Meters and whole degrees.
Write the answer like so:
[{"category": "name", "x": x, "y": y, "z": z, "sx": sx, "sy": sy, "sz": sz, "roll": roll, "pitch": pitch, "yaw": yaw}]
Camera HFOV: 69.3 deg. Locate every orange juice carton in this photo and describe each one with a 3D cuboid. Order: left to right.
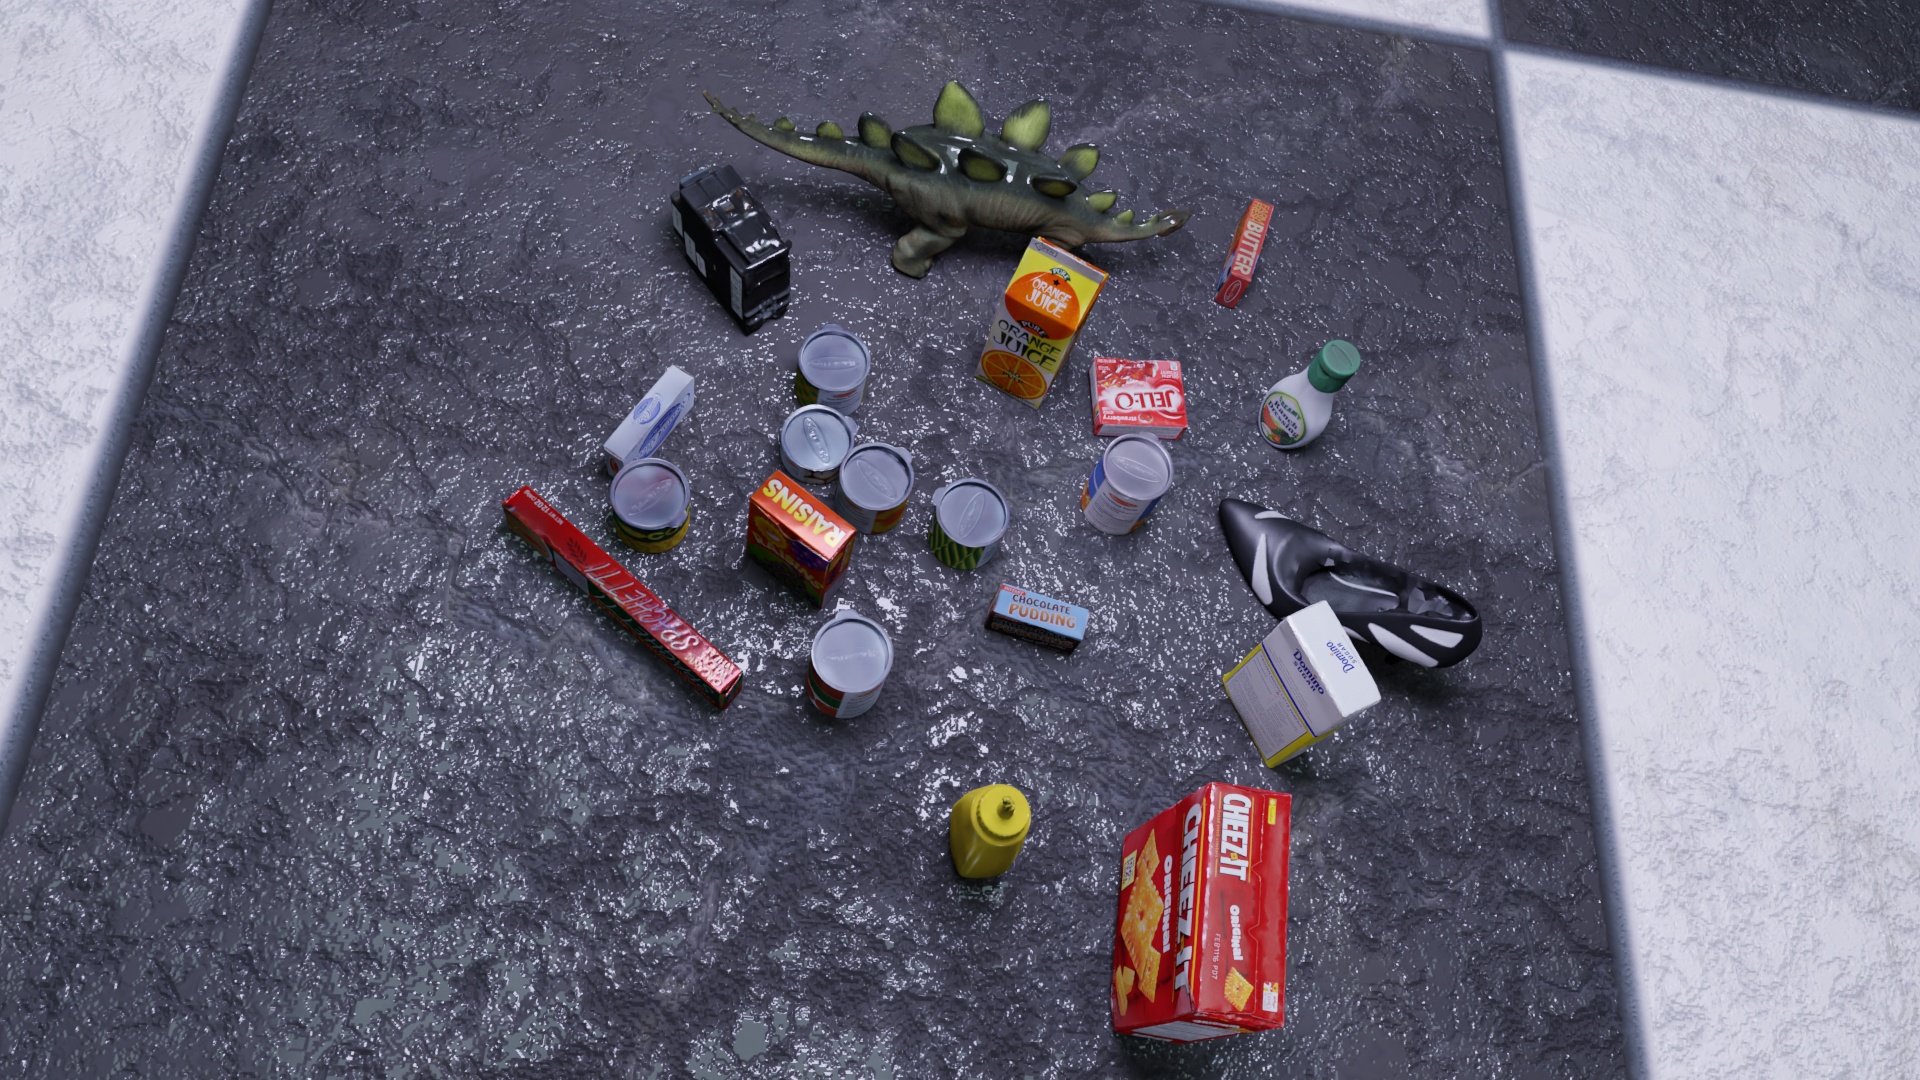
[{"category": "orange juice carton", "x": 0.076, "y": -0.205, "z": 1.263, "sx": 0.072, "sy": 0.192, "sz": 0.073, "roll": 29, "pitch": 65, "yaw": 2}]

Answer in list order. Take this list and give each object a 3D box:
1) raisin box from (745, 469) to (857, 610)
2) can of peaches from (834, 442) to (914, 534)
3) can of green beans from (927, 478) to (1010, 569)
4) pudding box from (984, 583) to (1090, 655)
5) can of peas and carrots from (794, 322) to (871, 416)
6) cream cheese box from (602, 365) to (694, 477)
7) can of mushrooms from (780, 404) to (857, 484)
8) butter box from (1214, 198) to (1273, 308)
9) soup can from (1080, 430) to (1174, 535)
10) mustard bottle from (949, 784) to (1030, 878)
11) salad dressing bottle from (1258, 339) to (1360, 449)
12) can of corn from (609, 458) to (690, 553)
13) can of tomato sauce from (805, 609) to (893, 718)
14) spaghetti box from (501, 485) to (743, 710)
[{"category": "raisin box", "x": -0.137, "y": 0.002, "z": 1.171, "sx": 0.086, "sy": 0.123, "sz": 0.040, "roll": 38, "pitch": 66, "yaw": 6}, {"category": "can of peaches", "x": -0.076, "y": -0.047, "z": 1.240, "sx": 0.071, "sy": 0.057, "sz": 0.071, "roll": 4, "pitch": 67, "yaw": -9}, {"category": "can of green beans", "x": 0.006, "y": -0.014, "z": 1.241, "sx": 0.071, "sy": 0.057, "sz": 0.071, "roll": 4, "pitch": 67, "yaw": -9}, {"category": "pudding box", "x": 0.067, "y": 0.069, "z": 1.222, "sx": 0.084, "sy": 0.049, "sz": 0.030, "roll": 18, "pitch": 65, "yaw": -3}, {"category": "can of peas and carrots", "x": -0.119, "y": -0.155, "z": 1.277, "sx": 0.071, "sy": 0.058, "sz": 0.071, "roll": 4, "pitch": 67, "yaw": -9}, {"category": "cream cheese box", "x": -0.275, "y": -0.102, "z": 1.228, "sx": 0.024, "sy": 0.053, "sz": 0.104, "roll": 33, "pitch": 65, "yaw": 4}, {"category": "can of mushrooms", "x": -0.128, "y": -0.087, "z": 1.260, "sx": 0.071, "sy": 0.033, "sz": 0.071, "roll": 4, "pitch": 66, "yaw": -9}, {"category": "butter box", "x": 0.289, "y": -0.294, "z": 1.419, "sx": 0.024, "sy": 0.053, "sz": 0.104, "roll": 22, "pitch": 65, "yaw": -1}, {"category": "soup can", "x": 0.153, "y": -0.052, "z": 1.272, "sx": 0.071, "sy": 0.083, "sz": 0.071, "roll": 4, "pitch": 67, "yaw": -9}, {"category": "mustard bottle", "x": 0.025, "y": 0.223, "z": 1.087, "sx": 0.049, "sy": 0.159, "sz": 0.065, "roll": -4, "pitch": 68, "yaw": -12}, {"category": "salad dressing bottle", "x": 0.328, "y": -0.137, "z": 1.307, "sx": 0.044, "sy": 0.147, "sz": 0.064, "roll": -30, "pitch": 76, "yaw": -21}, {"category": "can of corn", "x": -0.264, "y": -0.027, "z": 1.195, "sx": 0.071, "sy": 0.058, "sz": 0.071, "roll": 4, "pitch": 67, "yaw": -9}, {"category": "can of tomato sauce", "x": -0.095, "y": 0.105, "z": 1.157, "sx": 0.071, "sy": 0.082, "sz": 0.071, "roll": 4, "pitch": 67, "yaw": -9}, {"category": "spaghetti box", "x": -0.282, "y": 0.049, "z": 1.163, "sx": 0.250, "sy": 0.050, "sz": 0.029, "roll": 39, "pitch": 66, "yaw": 7}]
